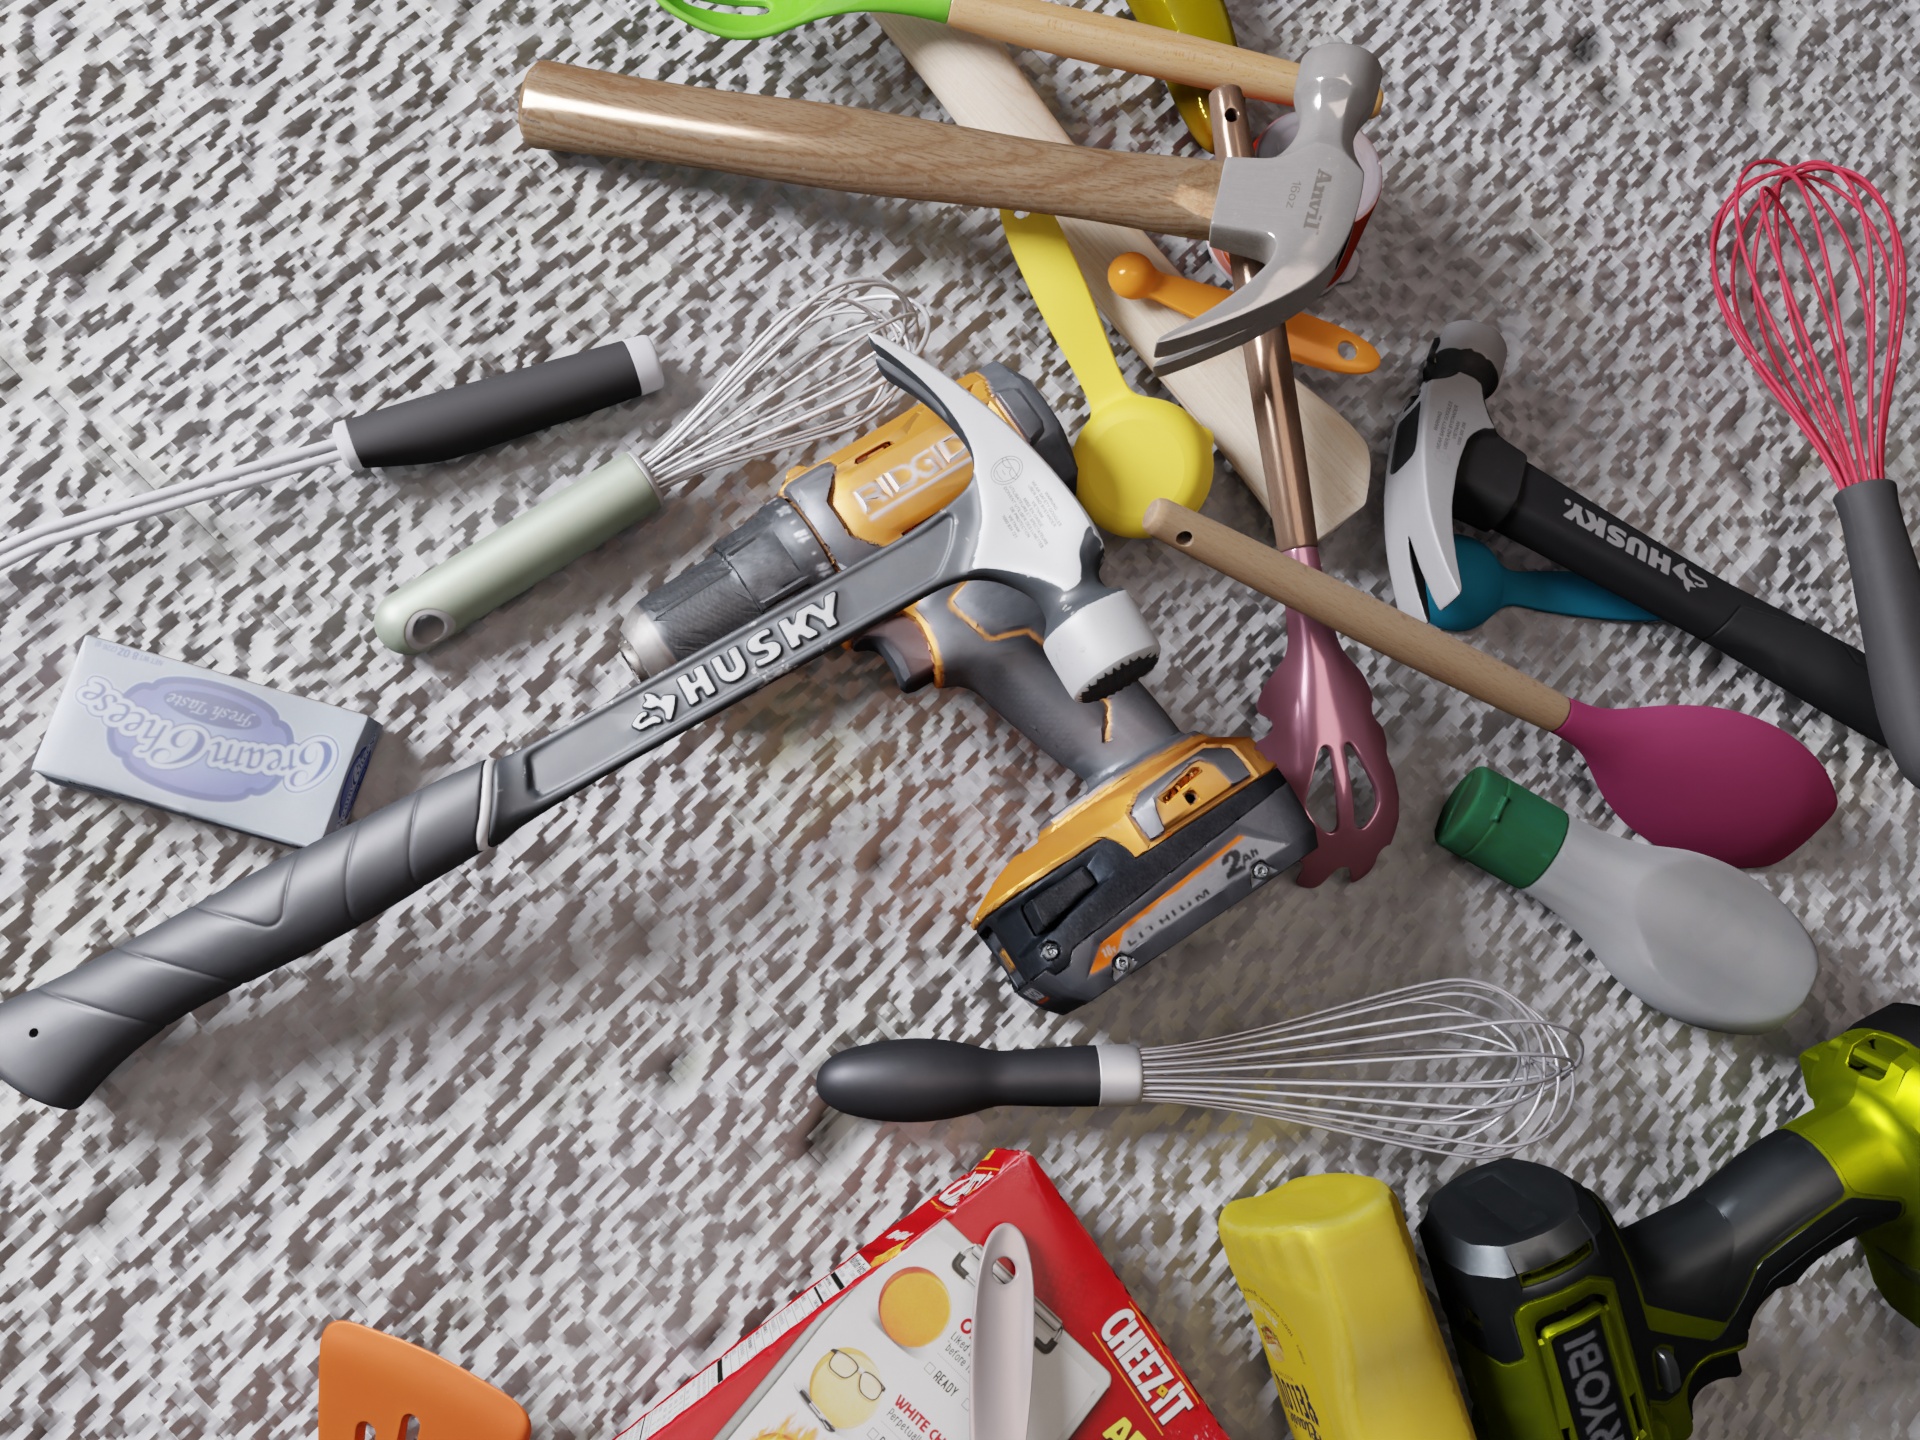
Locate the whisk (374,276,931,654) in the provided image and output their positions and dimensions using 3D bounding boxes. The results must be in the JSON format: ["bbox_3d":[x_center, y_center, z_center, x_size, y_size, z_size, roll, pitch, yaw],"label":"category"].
[{"bbox_3d":[-0.115,-0.098,0.613,0.246,0.057,0.059,-34,50,-11],"label":"whisk"}]

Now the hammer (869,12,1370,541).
[{"bbox_3d":[0.020,-0.235,0.665,0.146,0.038,0.411,-36,85,-13],"label":"hammer"}]

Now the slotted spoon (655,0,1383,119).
[{"bbox_3d":[0.021,-0.281,0.643,0.313,0.031,0.070,10,79,-7],"label":"slotted spoon"}]

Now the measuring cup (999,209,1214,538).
[{"bbox_3d":[0.050,-0.144,0.628,0.062,0.029,0.156,-25,95,15],"label":"measuring cup"}]

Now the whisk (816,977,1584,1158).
[{"bbox_3d":[0.089,0.131,0.587,0.284,0.070,0.070,-1,78,-4],"label":"whisk"}]

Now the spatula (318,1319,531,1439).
[{"bbox_3d":[-0.224,0.355,0.492,0.081,0.041,0.323,18,76,15],"label":"spatula"}]

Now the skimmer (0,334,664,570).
[{"bbox_3d":[-0.286,-0.102,0.560,0.363,0.090,0.127,-20,50,-15],"label":"skimmer"}]

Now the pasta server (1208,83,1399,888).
[{"bbox_3d":[0.126,-0.092,0.624,0.060,0.040,0.316,-8,86,-4],"label":"pasta server"}]

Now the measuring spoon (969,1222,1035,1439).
[{"bbox_3d":[0.010,0.223,0.501,0.034,0.018,0.124,8,69,-11],"label":"measuring spoon"}]

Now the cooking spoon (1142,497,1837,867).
[{"bbox_3d":[0.207,-0.012,0.605,0.318,0.068,0.017,24,33,-16],"label":"cooking spoon"}]

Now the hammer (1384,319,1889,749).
[{"bbox_3d":[0.324,-0.033,0.654,0.334,0.035,0.146,28,58,-5],"label":"hammer"}]

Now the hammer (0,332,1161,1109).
[{"bbox_3d":[-0.145,0.014,0.539,0.409,0.036,0.149,-29,76,-2],"label":"hammer"}]

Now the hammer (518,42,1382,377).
[{"bbox_3d":[-0.015,-0.214,0.613,0.331,0.031,0.130,12,79,10],"label":"hammer"}]

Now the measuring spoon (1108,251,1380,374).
[{"bbox_3d":[0.115,-0.164,0.639,0.117,0.011,0.021,19,78,-3],"label":"measuring spoon"}]

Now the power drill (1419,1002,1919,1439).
[{"bbox_3d":[0.287,0.211,0.575,0.223,0.080,0.171,-22,104,-10],"label":"power drill"}]

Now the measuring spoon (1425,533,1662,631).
[{"bbox_3d":[0.251,-0.057,0.666,0.128,0.021,0.042,4,77,-8],"label":"measuring spoon"}]

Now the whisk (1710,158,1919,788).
[{"bbox_3d":[0.372,-0.112,0.660,0.073,0.073,0.296,1,70,-8],"label":"whisk"}]

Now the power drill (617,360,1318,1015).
[{"bbox_3d":[-0.001,-0.002,0.589,0.185,0.084,0.226,-32,80,-12],"label":"power drill"}]
